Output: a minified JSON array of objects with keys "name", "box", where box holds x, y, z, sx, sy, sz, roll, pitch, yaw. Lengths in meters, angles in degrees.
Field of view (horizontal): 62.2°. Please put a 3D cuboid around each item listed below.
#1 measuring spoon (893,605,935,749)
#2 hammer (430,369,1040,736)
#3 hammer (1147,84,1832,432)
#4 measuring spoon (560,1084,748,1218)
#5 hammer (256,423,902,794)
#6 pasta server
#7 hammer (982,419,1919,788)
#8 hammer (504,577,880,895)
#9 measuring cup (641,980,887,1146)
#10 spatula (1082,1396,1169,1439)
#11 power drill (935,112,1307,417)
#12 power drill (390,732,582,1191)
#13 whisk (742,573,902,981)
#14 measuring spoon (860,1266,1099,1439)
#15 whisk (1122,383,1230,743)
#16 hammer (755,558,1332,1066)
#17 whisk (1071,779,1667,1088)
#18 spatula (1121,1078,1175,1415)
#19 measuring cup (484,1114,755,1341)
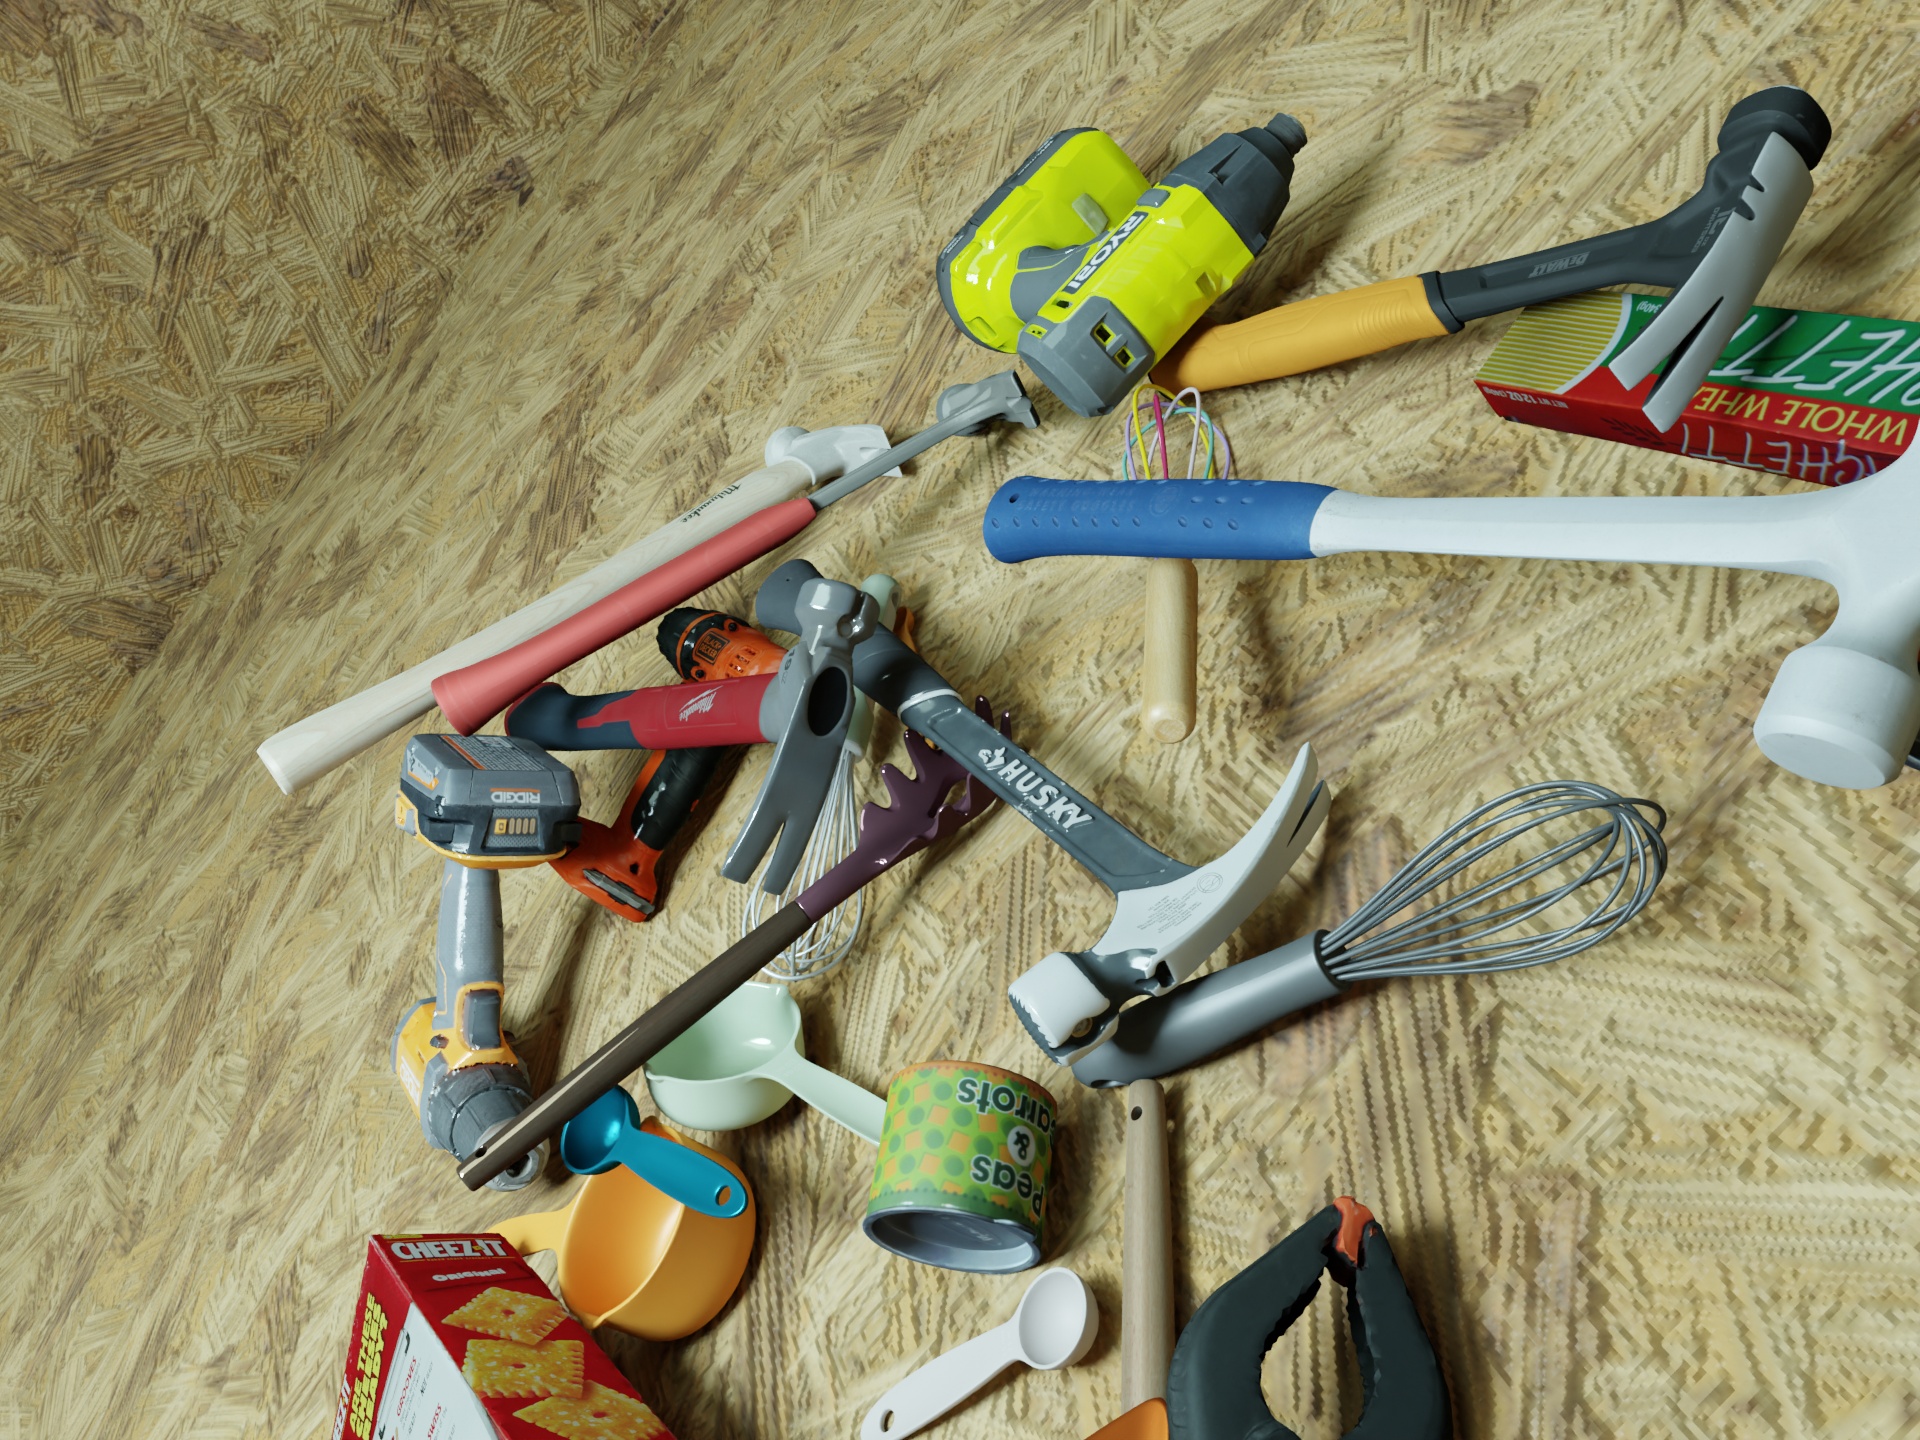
[{"name":"measuring spoon","box":[-0.024,-0.021,0.854,0.021,0.011,0.117,-45,36,26]},{"name":"hammer","box":[-0.125,-0.093,0.875,0.359,0.036,0.149,-30,14,-4]},{"name":"hammer","box":[0.182,-0.165,0.669,0.127,0.034,0.337,-58,25,-13]},{"name":"measuring spoon","box":[-0.128,0.192,0.687,0.129,0.021,0.042,10,67,44]},{"name":"hammer","box":[-0.222,-0.075,0.957,0.410,0.038,0.146,-35,24,-23]},{"name":"pasta server","box":[-0.096,0.099,0.722,0.316,0.040,0.060,-38,35,-15]},{"name":"hammer","box":[0.140,-0.073,0.556,0.406,0.035,0.144,12,70,56]},{"name":"hammer","box":[-0.173,0.013,0.859,0.386,0.038,0.143,-4,66,55]},{"name":"measuring cup","box":[-0.075,0.169,0.712,0.168,0.038,0.083,19,35,37]},{"name":"spatula","box":[-0.043,0.283,0.565,0.322,0.041,0.081,-20,47,41]},{"name":"power drill","box":[0.081,-0.253,0.849,0.171,0.080,0.223,-47,26,3]},{"name":"power drill","box":[-0.263,0.133,0.879,0.185,0.084,0.226,20,105,58]},{"name":"whisk","box":[-0.062,0.022,0.823,0.059,0.057,0.247,4,57,12]},{"name":"measuring spoon","box":[0.007,0.236,0.575,0.124,0.018,0.034,-42,33,29]},{"name":"whisk","box":[0.090,-0.078,0.698,0.051,0.047,0.245,-12,38,19]},{"name":"hammer","box":[-0.001,-0.002,0.722,0.149,0.036,0.409,-35,35,-11]},{"name":"whisk","box":[0.127,0.082,0.542,0.239,0.055,0.055,-33,38,36]},{"name":"spatula","box":[0.056,0.258,0.486,0.060,0.018,0.316,-26,42,34]},{"name":"measuring cup","box":[-0.162,0.244,0.740,0.173,0.052,0.095,-23,43,40]}]
